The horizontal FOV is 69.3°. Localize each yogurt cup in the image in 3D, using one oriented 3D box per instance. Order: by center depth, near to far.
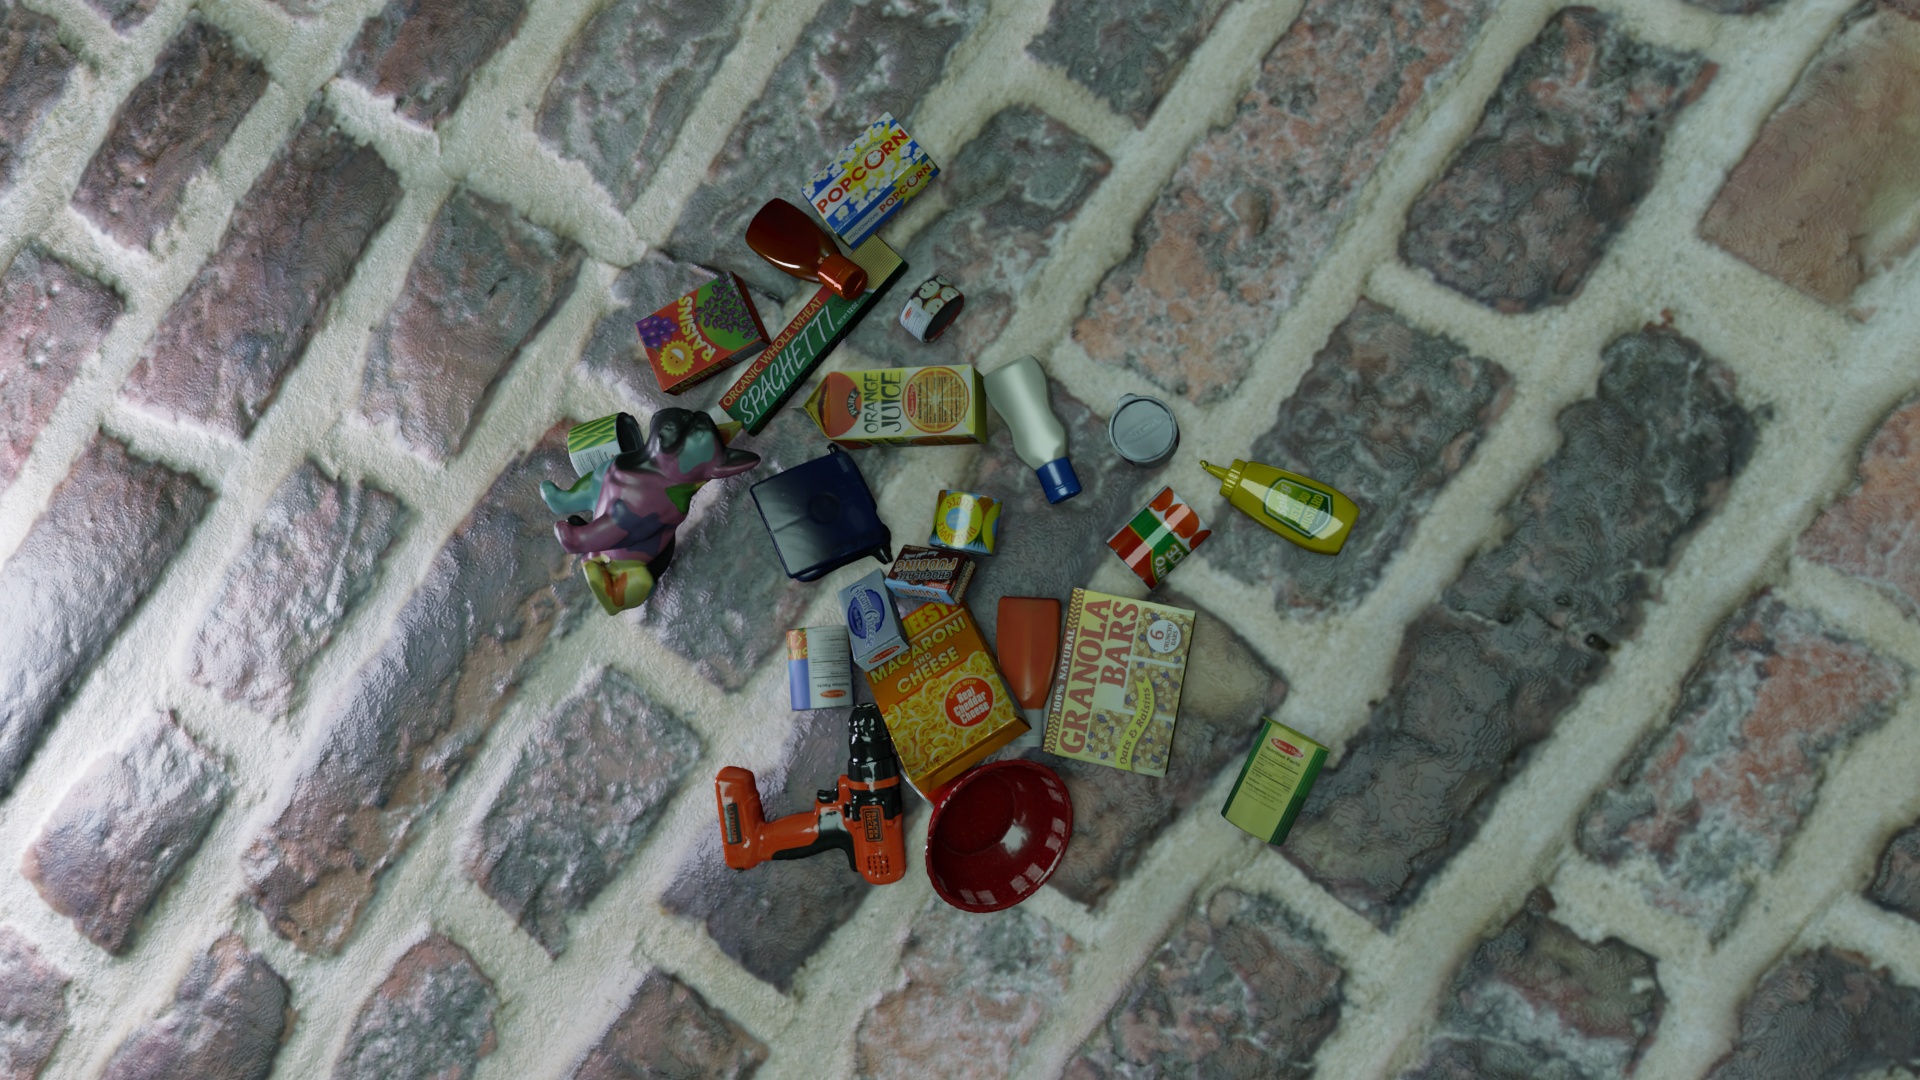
[{"bbox_3d":[-0.019,0.236,1.389,0.054,0.072,0.072,-44,79,-2],"label":"yogurt cup"}]

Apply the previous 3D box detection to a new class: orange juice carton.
[{"bbox_3d":[-0.073,-0.135,1.426,0.193,0.072,0.073,-2,85,11],"label":"orange juice carton"}]

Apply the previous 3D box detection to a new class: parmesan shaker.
[{"bbox_3d":[0.297,0.229,1.323,0.071,0.071,0.103,27,92,12],"label":"parmesan shaker"}]

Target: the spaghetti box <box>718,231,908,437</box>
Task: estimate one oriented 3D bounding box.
[{"bbox_3d":[-0.157,-0.217,1.472,0.050,0.028,0.250,44,95,13],"label":"spaghetti box"}]

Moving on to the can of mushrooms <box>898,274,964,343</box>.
[{"bbox_3d":[-0.028,-0.239,1.429,0.033,0.071,0.071,41,95,12],"label":"can of mushrooms"}]

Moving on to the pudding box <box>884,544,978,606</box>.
[{"bbox_3d":[-0.030,0.035,1.401,0.083,0.030,0.050,8,60,38],"label":"pudding box"}]

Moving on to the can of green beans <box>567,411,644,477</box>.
[{"bbox_3d":[-0.379,-0.099,1.489,0.058,0.071,0.071,-14,83,11],"label":"can of green beans"}]

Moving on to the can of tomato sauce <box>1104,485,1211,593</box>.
[{"bbox_3d":[0.195,-0.002,1.362,0.083,0.071,0.071,-44,79,5],"label":"can of tomato sauce"}]

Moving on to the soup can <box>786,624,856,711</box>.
[{"bbox_3d":[-0.144,0.131,1.423,0.071,0.071,0.084,-6,83,11],"label":"soup can"}]

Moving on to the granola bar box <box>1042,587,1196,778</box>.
[{"bbox_3d":[0.157,0.139,1.372,0.124,0.039,0.165,11,88,12],"label":"granola bar box"}]

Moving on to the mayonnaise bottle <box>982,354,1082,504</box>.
[{"bbox_3d":[0.078,-0.110,1.409,0.065,0.041,0.148,-24,82,10],"label":"mayonnaise bottle"}]

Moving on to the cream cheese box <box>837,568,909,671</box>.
[{"bbox_3d":[-0.089,0.079,1.407,0.053,0.024,0.104,-30,43,9],"label":"cream cheese box"}]

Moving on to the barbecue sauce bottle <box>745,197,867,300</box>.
[{"bbox_3d":[-0.158,-0.300,1.450,0.149,0.043,0.065,38,92,29],"label":"barbecue sauce bottle"}]

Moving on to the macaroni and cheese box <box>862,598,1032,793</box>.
[{"bbox_3d":[-0.020,0.147,1.374,0.123,0.040,0.167,-32,54,6],"label":"macaroni and cheese box"}]

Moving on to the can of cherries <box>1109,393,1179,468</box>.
[{"bbox_3d":[0.183,-0.109,1.378,0.071,0.058,0.071,-1,86,13],"label":"can of cherries"}]

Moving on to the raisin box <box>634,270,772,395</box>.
[{"bbox_3d":[-0.277,-0.221,1.491,0.123,0.040,0.086,-26,82,9],"label":"raisin box"}]

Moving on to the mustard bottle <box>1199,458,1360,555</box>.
[{"bbox_3d":[0.304,-0.041,1.351,0.160,0.049,0.065,25,89,12],"label":"mustard bottle"}]

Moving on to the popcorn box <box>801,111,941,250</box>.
[{"bbox_3d":[-0.095,-0.376,1.454,0.126,0.038,0.085,-40,56,6],"label":"popcorn box"}]

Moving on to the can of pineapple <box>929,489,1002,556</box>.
[{"bbox_3d":[0.005,-0.018,1.401,0.071,0.071,0.058,9,87,12],"label":"can of pineapple"}]

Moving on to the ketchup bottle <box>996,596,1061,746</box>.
[{"bbox_3d":[0.066,0.130,1.389,0.065,0.043,0.149,2,86,13],"label":"ketchup bottle"}]
